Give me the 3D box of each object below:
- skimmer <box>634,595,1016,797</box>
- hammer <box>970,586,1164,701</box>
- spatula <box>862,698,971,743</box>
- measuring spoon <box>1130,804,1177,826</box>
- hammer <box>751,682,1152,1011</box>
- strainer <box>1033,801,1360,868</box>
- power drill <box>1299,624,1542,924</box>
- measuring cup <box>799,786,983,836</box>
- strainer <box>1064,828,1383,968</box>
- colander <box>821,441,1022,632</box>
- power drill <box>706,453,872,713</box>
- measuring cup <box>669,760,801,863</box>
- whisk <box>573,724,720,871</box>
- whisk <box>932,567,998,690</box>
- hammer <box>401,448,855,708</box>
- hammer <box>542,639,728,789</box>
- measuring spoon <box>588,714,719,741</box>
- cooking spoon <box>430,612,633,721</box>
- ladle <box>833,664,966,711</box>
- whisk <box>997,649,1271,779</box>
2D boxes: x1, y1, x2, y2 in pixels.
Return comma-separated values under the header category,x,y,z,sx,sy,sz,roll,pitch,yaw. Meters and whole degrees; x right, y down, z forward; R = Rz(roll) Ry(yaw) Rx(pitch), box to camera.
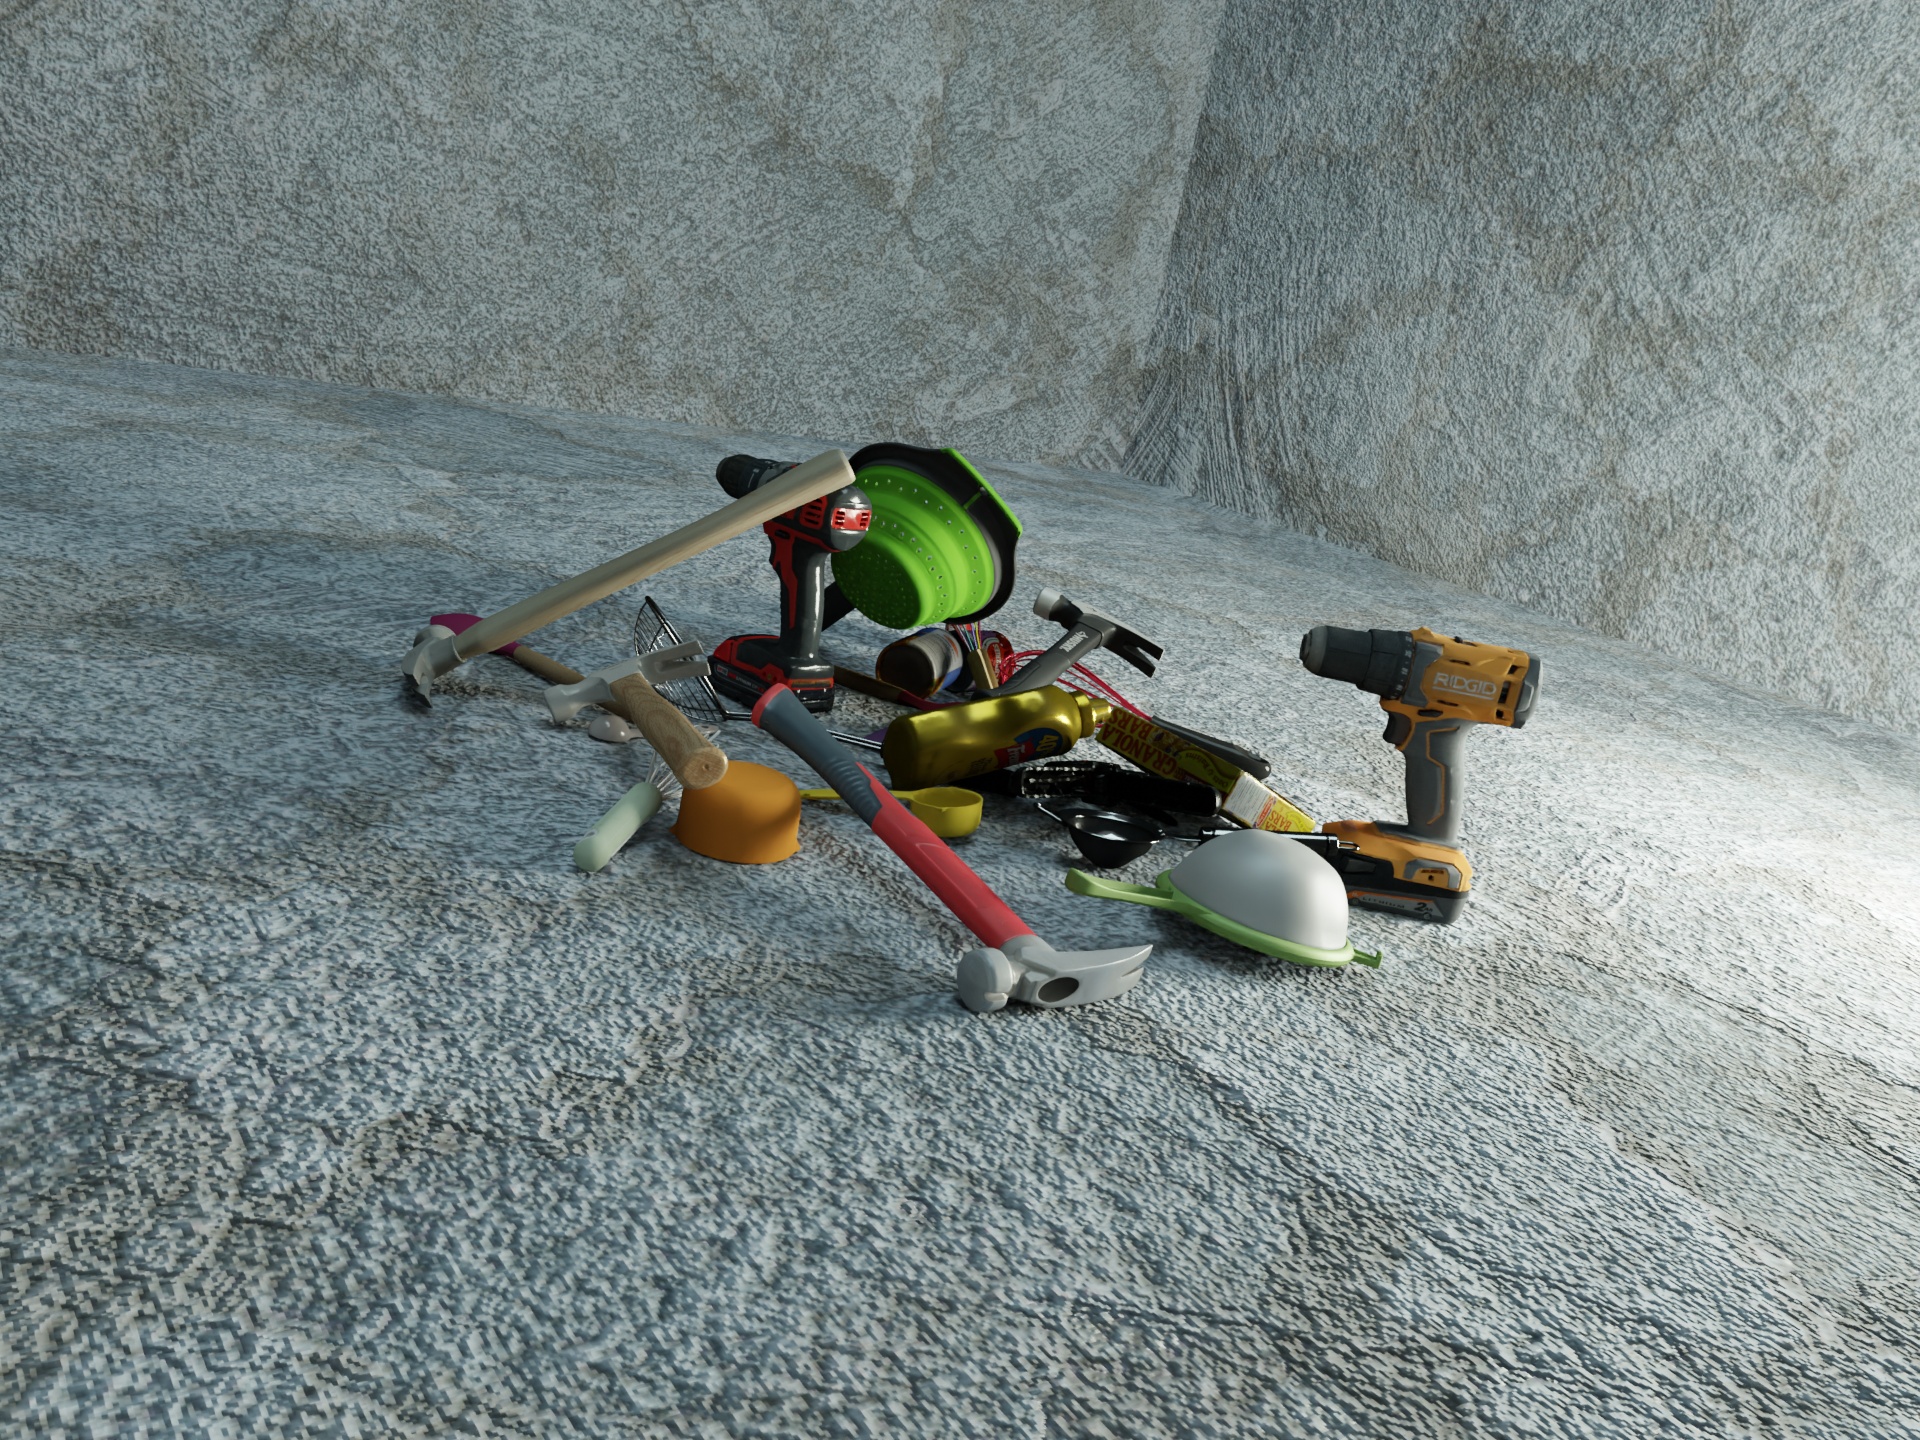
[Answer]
category,x,y,z,sx,sy,sz,roll,pitch,yaw
skimmer,-0.116,-0.019,1.387,0.363,0.090,0.127,15,-16,4
hammer,0.091,-0.051,1.531,0.146,0.035,0.335,27,25,12
spatula,-0.002,-0.005,1.553,0.060,0.018,0.316,15,17,21
measuring spoon,0.146,0.071,1.415,0.117,0.011,0.021,28,23,37
hammer,-0.030,0.076,1.122,0.143,0.038,0.387,1,27,-37
strainer,0.184,0.094,1.243,0.258,0.050,0.087,3,12,-1
power drill,0.346,0.035,1.277,0.185,0.226,0.084,12,15,1
measuring cup,-0.060,0.071,1.253,0.156,0.029,0.062,2,13,9
strainer,0.181,0.108,1.125,0.256,0.069,0.152,14,11,-36
colander,-0.097,-0.132,1.579,0.094,0.204,0.397,-49,12,-33
power drill,-0.176,-0.134,1.491,0.188,0.226,0.080,25,20,39
measuring cup,-0.162,0.049,1.183,0.095,0.052,0.174,9,18,-9
whisk,-0.224,0.054,1.149,0.058,0.059,0.246,-30,11,17
whisk,0.013,-0.084,1.606,0.047,0.051,0.245,-23,52,7
hammer,-0.278,-0.128,1.350,0.410,0.038,0.146,-26,22,-5
hammer,-0.228,-0.004,1.196,0.130,0.031,0.331,-24,20,-16
measuring spoon,-0.256,0.003,1.342,0.124,0.018,0.034,-2,21,-43
cooking spoon,-0.387,-0.054,1.449,0.319,0.017,0.068,24,21,39
ladle,-0.070,-0.026,1.528,0.069,0.031,0.316,-7,18,-39
whisk,0.173,-0.001,1.606,0.296,0.073,0.073,22,17,11
